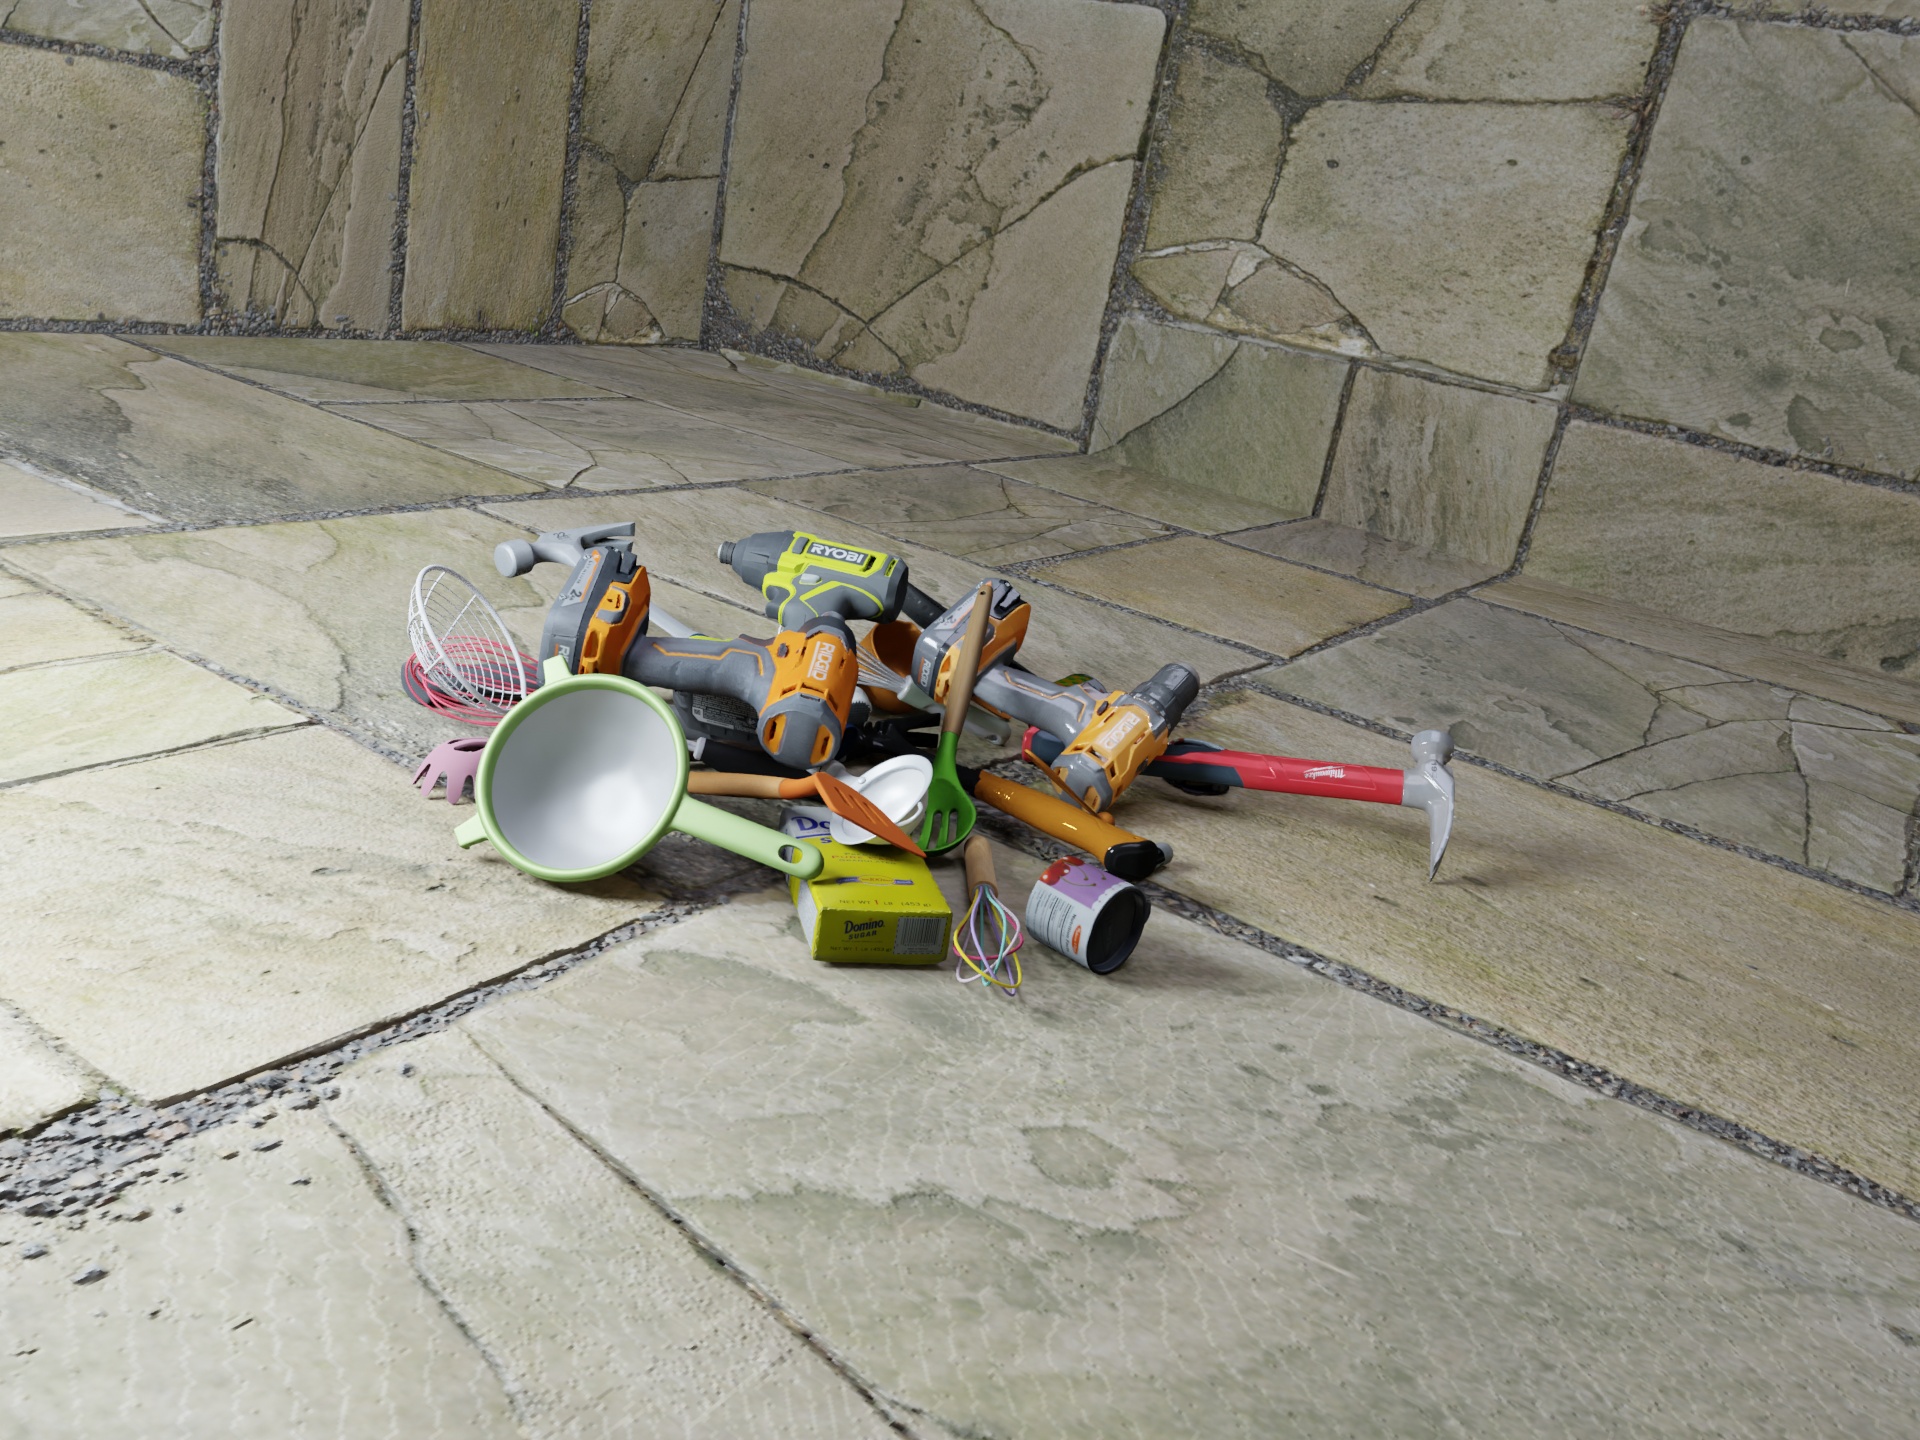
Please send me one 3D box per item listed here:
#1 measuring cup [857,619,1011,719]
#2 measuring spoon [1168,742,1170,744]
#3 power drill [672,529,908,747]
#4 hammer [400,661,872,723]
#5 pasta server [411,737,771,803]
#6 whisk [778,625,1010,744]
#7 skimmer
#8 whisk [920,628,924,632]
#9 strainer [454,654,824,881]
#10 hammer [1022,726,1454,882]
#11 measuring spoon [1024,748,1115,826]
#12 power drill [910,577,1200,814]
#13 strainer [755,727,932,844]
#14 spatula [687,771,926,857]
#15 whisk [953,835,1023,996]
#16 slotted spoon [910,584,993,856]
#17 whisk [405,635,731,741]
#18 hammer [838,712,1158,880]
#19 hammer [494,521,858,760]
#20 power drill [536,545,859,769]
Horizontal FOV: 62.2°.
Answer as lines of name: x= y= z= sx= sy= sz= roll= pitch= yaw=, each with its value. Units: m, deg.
measuring cup: x=-0.031 y=-0.031 z=1.570 sx=0.173 sy=0.052 sz=0.095 roll=30 pitch=39 yaw=-25
measuring spoon: x=0.202 y=0.033 z=1.556 sx=0.124 sy=0.034 sz=0.018 roll=17 pitch=62 yaw=3
power drill: x=-0.156 y=-0.081 z=1.367 sx=0.171 sy=0.080 sz=0.223 roll=13 pitch=42 yaw=8
hammer: x=-0.291 y=-0.043 z=1.440 sx=0.408 sy=0.036 sz=0.149 roll=-2 pitch=38 yaw=-27
pasta server: x=-0.280 y=0.033 z=1.277 sx=0.316 sy=0.040 sz=0.060 roll=0 pitch=21 yaw=-41
whisk: x=-0.059 y=-0.034 z=1.478 sx=0.246 sy=0.059 sz=0.058 roll=25 pitch=-29 yaw=-18
skimmer: x=-0.255 y=-0.020 z=1.250 sx=0.363 sy=0.090 sz=0.127 roll=18 pitch=23 yaw=-12
whisk: x=-0.056 y=-0.065 z=1.648 sx=0.070 sy=0.070 sz=0.284 roll=22 pitch=26 yaw=30
strainer: x=-0.208 y=0.064 z=1.104 sx=0.256 sy=0.151 sz=0.069 roll=19 pitch=-18 yaw=12
hammer: x=0.245 y=0.056 z=1.437 sx=0.386 sy=0.038 sz=0.143 roll=6 pitch=55 yaw=10
measuring spoon: x=0.093 y=0.056 z=1.333 sx=0.116 sy=0.011 sz=0.021 roll=42 pitch=-7 yaw=-29
power drill: x=0.092 y=-0.036 z=1.440 sx=0.226 sy=0.084 sz=0.185 roll=36 pitch=55 yaw=17
strainer: x=-0.089 y=0.042 z=1.183 sx=0.087 sy=0.050 sz=0.259 roll=-43 pitch=36 yaw=-14
spatula: x=-0.141 y=0.057 z=1.143 sx=0.081 sy=0.041 sz=0.323 roll=31 pitch=-18 yaw=-35
whisk: x=0.015 y=0.129 z=1.130 sx=0.047 sy=0.051 sz=0.245 roll=4 pitch=16 yaw=-3
slotted spoon: x=-0.002 y=-0.004 z=1.325 sx=0.070 sy=0.031 sz=0.314 roll=1 pitch=47 yaw=13
whisk: x=-0.314 y=-0.014 z=1.338 sx=0.295 sy=0.073 sz=0.073 roll=12 pitch=17 yaw=-17
hammer: x=0.036 y=0.059 z=1.323 sx=0.127 sy=0.034 sz=0.337 roll=-8 pitch=22 yaw=-42
hammer: x=-0.245 y=-0.079 z=1.448 sx=0.406 sy=0.035 sz=0.144 roll=33 pitch=36 yaw=29
power drill: x=-0.188 y=-0.055 z=1.208 sx=0.226 sy=0.084 sz=0.164 roll=16 pitch=36 yaw=-4
